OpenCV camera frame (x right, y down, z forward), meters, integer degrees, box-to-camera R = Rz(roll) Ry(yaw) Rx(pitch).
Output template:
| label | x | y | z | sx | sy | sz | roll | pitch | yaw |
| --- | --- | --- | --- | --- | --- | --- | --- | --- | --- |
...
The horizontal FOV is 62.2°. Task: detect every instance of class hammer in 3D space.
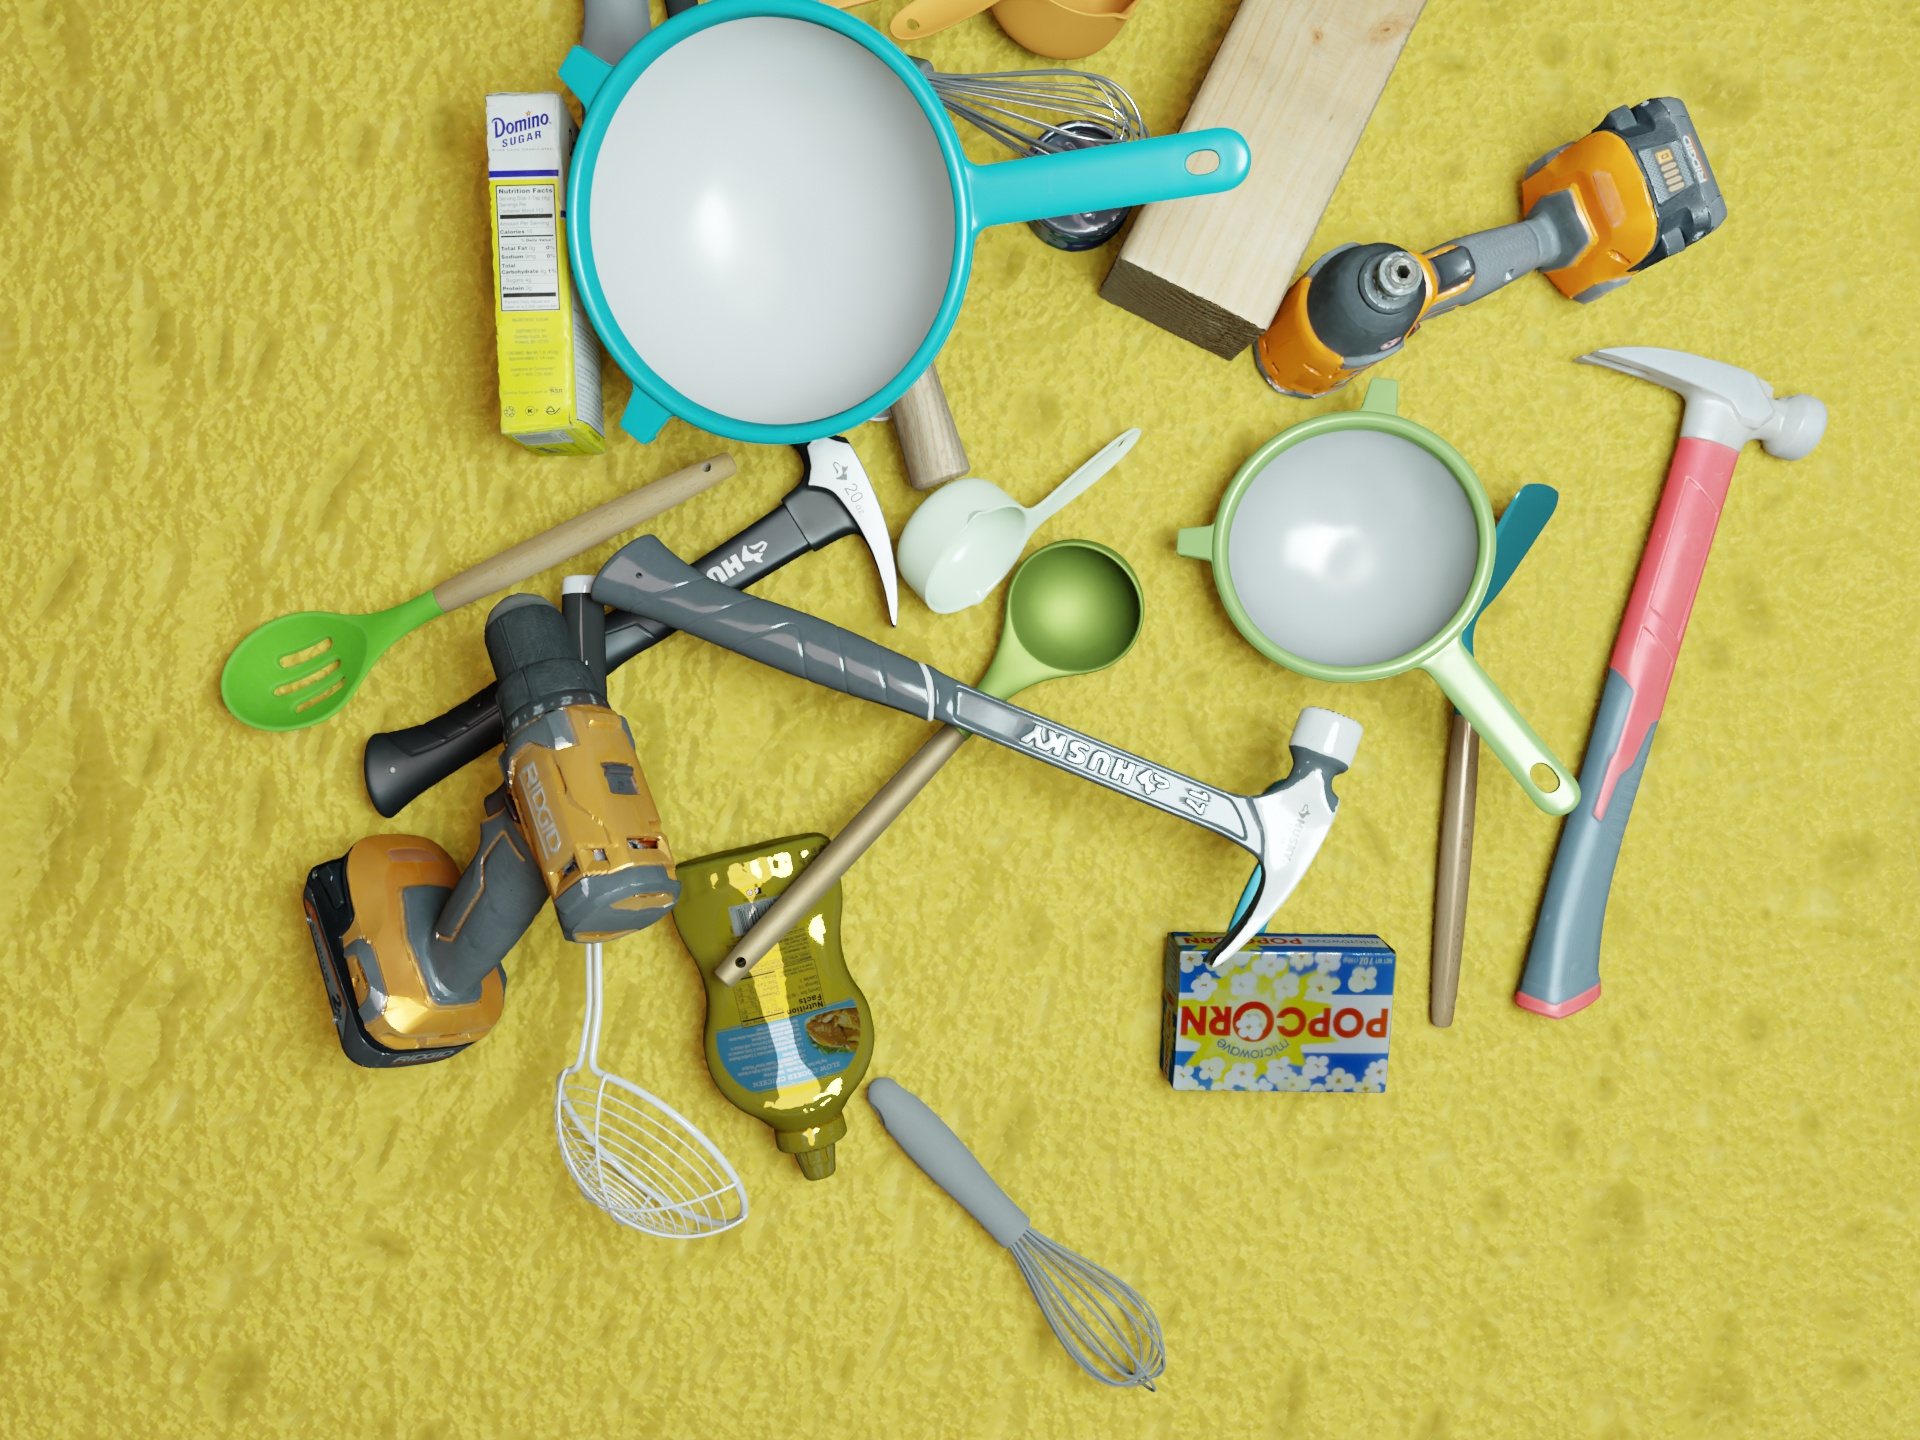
| label | x | y | z | sx | sy | sz | roll | pitch | yaw |
| --- | --- | --- | --- | --- | --- | --- | --- | --- | --- |
| hammer | -0.001 | -0.003 | 0.843 | 0.409 | 0.036 | 0.149 | 21 | 85 | 1 |
| hammer | -0.057 | -0.289 | 0.866 | 0.130 | 0.031 | 0.331 | -15 | 98 | 26 |
| hammer | -0.189 | -0.043 | 0.901 | 0.335 | 0.035 | 0.146 | -32 | 92 | -1 |
| hammer | 0.376 | -0.019 | 0.920 | 0.143 | 0.038 | 0.386 | 16 | 91 | -5 |

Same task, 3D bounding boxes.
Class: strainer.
| label | x | y | z | sx | sy | sz | roll | pitch | yaw |
| --- | --- | --- | --- | --- | --- | --- | --- | --- | --- |
| strainer | -0.025 | -0.256 | 0.798 | 0.340 | 0.095 | 0.211 | -4 | 105 | 14 |
| strainer | -0.141 | -0.308 | 0.895 | 0.087 | 0.050 | 0.258 | -11 | 89 | 13 |
| strainer | 0.251 | -0.052 | 0.883 | 0.151 | 0.069 | 0.256 | -38 | 78 | 8 |

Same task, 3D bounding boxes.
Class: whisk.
| label | x | y | z | sx | sy | sz | roll | pitch | yaw |
| --- | --- | --- | --- | --- | --- | --- | --- | --- | --- |
| whisk | -0.013 | -0.347 | 0.874 | 0.246 | 0.057 | 0.059 | 20 | 51 | 13 |
| whisk | 0.031 | 0.295 | 0.916 | 0.055 | 0.055 | 0.239 | -44 | 89 | 0 |

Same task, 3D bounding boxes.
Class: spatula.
| label | x | y | z | sx | sy | sz | roll | pitch | yaw |
| --- | --- | --- | --- | --- | --- | --- | --- | --- | --- |
| spatula | 0.300 | 0.023 | 0.916 | 0.044 | 0.082 | 0.317 | 7 | 97 | 33 |

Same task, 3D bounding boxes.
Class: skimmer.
| label | x | y | z | sx | sy | sz | roll | pitch | yaw |
| --- | --- | --- | --- | --- | --- | --- | --- | --- | --- |
| skimmer | -0.177 | 0.104 | 0.874 | 0.090 | 0.127 | 0.363 | 1 | 85 | -46 |

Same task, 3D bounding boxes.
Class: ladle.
| label | x | y | z | sx | sy | sz | roll | pitch | yaw |
| --- | --- | --- | --- | --- | --- | --- | --- | --- | --- |
| ladle | -0.018 | 0.024 | 0.871 | 0.078 | 0.062 | 0.320 | 44 | 78 | -3 |

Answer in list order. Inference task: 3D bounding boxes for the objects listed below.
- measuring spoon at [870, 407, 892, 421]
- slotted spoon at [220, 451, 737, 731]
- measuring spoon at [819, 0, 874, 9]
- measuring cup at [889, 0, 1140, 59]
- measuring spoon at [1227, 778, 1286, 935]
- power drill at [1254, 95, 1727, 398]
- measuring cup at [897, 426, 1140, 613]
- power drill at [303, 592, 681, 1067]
| label | x | y | z | sx | sy | sz | roll | pitch | yaw |
| --- | --- | --- | --- | --- | --- | --- | --- | --- | --- |
| measuring spoon | -0.075 | -0.222 | 0.913 | 0.034 | 0.018 | 0.124 | -37 | 86 | -3 |
| slotted spoon | -0.265 | -0.076 | 0.883 | 0.314 | 0.031 | 0.070 | -25 | 73 | 5 |
| measuring spoon | -0.061 | -0.419 | 0.906 | 0.117 | 0.011 | 0.021 | -19 | 92 | -2 |
| measuring cup | 0.024 | -0.390 | 0.865 | 0.173 | 0.052 | 0.095 | -34 | 89 | -23 |
| measuring spoon | 0.180 | 0.095 | 0.926 | 0.042 | 0.021 | 0.128 | 21 | 91 | -3 |
| power drill | 0.281 | -0.248 | 0.851 | 0.226 | 0.164 | 0.084 | -23 | 92 | -3 |
| measuring cup | 0.032 | -0.127 | 0.901 | 0.167 | 0.083 | 0.038 | -39 | 66 | -18 |
| power drill | -0.250 | 0.059 | 0.828 | 0.226 | 0.084 | 0.185 | -37 | 66 | 29 |
